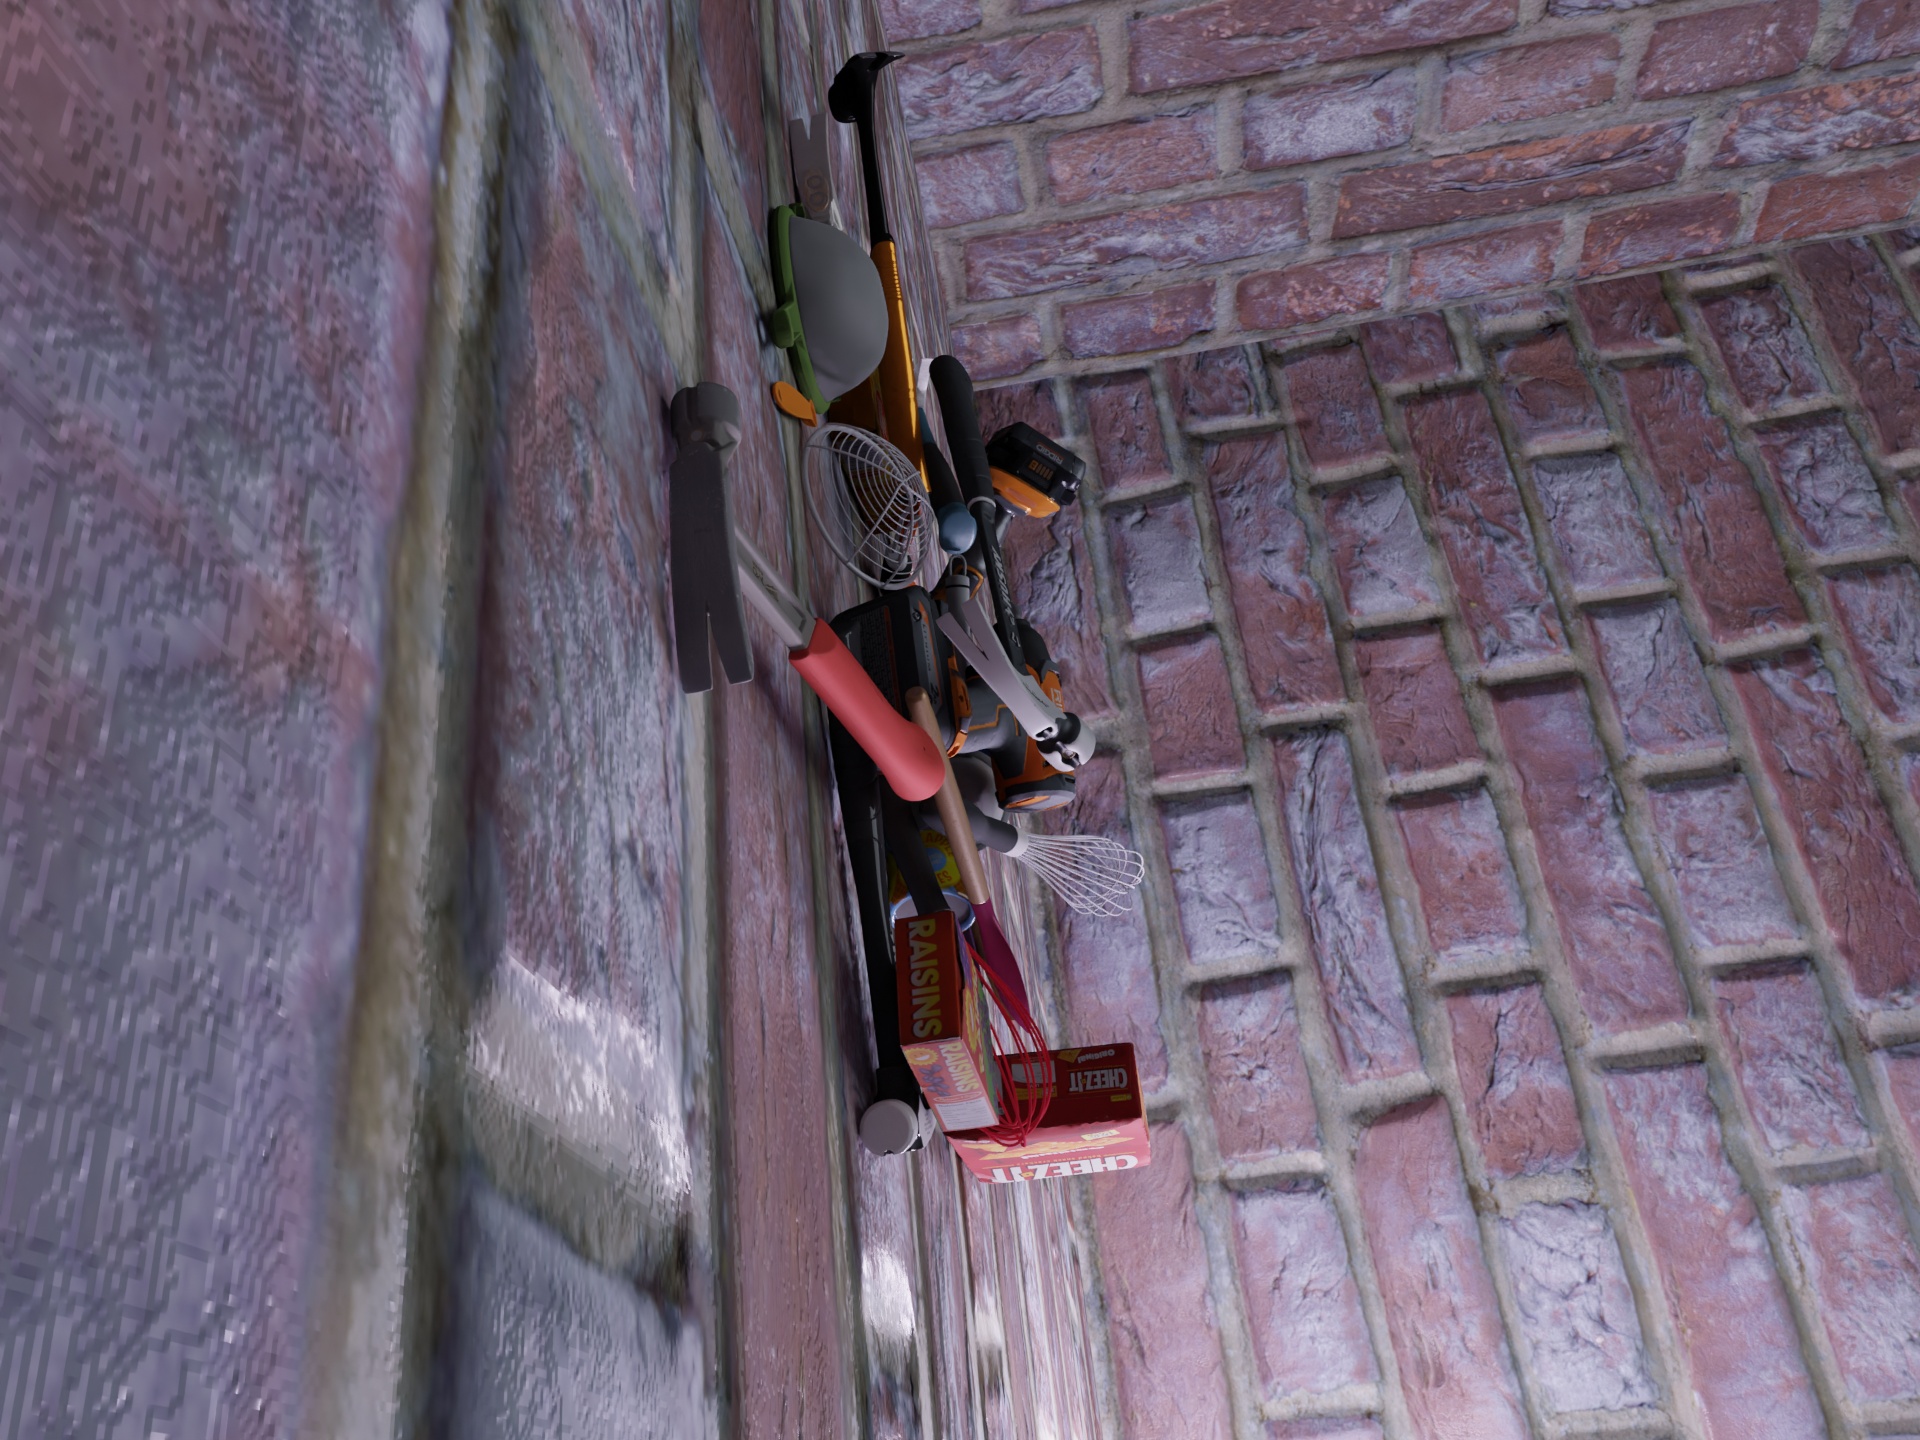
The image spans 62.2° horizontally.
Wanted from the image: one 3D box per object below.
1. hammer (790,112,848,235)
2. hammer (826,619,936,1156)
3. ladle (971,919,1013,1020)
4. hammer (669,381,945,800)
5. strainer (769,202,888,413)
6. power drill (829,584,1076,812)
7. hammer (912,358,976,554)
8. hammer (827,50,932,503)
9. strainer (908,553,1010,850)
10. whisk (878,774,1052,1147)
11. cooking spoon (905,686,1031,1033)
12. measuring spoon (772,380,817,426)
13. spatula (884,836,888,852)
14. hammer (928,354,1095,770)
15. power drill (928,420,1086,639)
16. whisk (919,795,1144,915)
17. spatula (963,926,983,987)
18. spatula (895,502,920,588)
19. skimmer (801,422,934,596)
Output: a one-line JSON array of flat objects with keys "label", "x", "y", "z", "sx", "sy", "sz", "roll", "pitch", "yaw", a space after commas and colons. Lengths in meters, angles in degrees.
[{"label": "hammer", "x": -0.095, "y": -0.382, "z": 1.486, "sx": 0.410, "sy": 0.038, "sz": 0.146, "roll": 69, "pitch": 11, "yaw": -72}, {"label": "hammer", "x": -0.056, "y": 0.097, "z": 1.000, "sx": 0.146, "sy": 0.035, "sz": 0.335, "roll": 56, "pitch": 25, "yaw": -78}, {"label": "ladle", "x": 0.009, "y": 0.163, "z": 1.395, "sx": 0.316, "sy": 0.031, "sz": 0.069, "roll": -115, "pitch": -162, "yaw": -60}, {"label": "hammer", "x": -0.068, "y": -0.020, "z": 0.836, "sx": 0.358, "sy": 0.037, "sz": 0.149, "roll": 57, "pitch": 23, "yaw": -64}, {"label": "strainer", "x": -0.090, "y": -0.289, "z": 1.118, "sx": 0.256, "sy": 0.069, "sz": 0.151, "roll": -91, "pitch": 171, "yaw": -72}, {"label": "power drill", "x": 0.003, "y": -0.026, "z": 1.154, "sx": 0.226, "sy": 0.084, "sz": 0.164, "roll": 17, "pitch": 60, "yaw": -55}, {"label": "hammer", "x": -0.025, "y": -0.223, "z": 1.386, "sx": 0.331, "sy": 0.033, "sz": 0.128, "roll": -107, "pitch": -163, "yaw": -60}, {"label": "hammer", "x": -0.055, "y": -0.337, "z": 1.234, "sx": 0.127, "sy": 0.034, "sz": 0.337, "roll": -158, "pitch": -120, "yaw": -72}, {"label": "strainer", "x": -0.002, "y": -0.004, "z": 1.244, "sx": 0.050, "sy": 0.087, "sz": 0.258, "roll": 143, "pitch": -53, "yaw": -79}, {"label": "whisk", "x": -0.010, "y": 0.151, "z": 1.090, "sx": 0.073, "sy": 0.073, "sz": 0.296, "roll": 71, "pitch": -4, "yaw": -66}, {"label": "cooking spoon", "x": 0.007, "y": 0.103, "z": 1.088, "sx": 0.069, "sy": 0.017, "sz": 0.318, "roll": 53, "pitch": -16, "yaw": 51}, {"label": "measuring spoon", "x": -0.114, "y": -0.212, "z": 1.069, "sx": 0.117, "sy": 0.011, "sz": 0.021, "roll": -27, "pitch": 106, "yaw": -82}, {"label": "spatula", "x": -0.024, "y": 0.182, "z": 1.326, "sx": 0.082, "sy": 0.044, "sz": 0.317, "roll": -96, "pitch": 179, "yaw": -48}, {"label": "hammer", "x": 0.014, "y": -0.148, "z": 1.170, "sx": 0.149, "sy": 0.036, "sz": 0.409, "roll": 45, "pitch": 23, "yaw": -40}, {"label": "power drill", "x": 0.018, "y": -0.142, "z": 1.374, "sx": 0.226, "sy": 0.084, "sz": 0.185, "roll": -59, "pitch": -169, "yaw": 1}, {"label": "whisk", "x": 0.056, "y": 0.100, "z": 1.215, "sx": 0.284, "sy": 0.070, "sz": 0.070, "roll": 26, "pitch": 50, "yaw": -50}, {"label": "spatula", "x": -0.026, "y": 0.074, "z": 1.351, "sx": 0.060, "sy": 0.018, "sz": 0.316, "roll": 142, "pitch": -66, "yaw": -75}, {"label": "spatula", "x": -0.036, "y": -0.112, "z": 1.655, "sx": 0.081, "sy": 0.041, "sz": 0.322, "roll": -96, "pitch": 176, "yaw": -46}, {"label": "skimmer", "x": -0.076, "y": -0.135, "z": 1.257, "sx": 0.363, "sy": 0.090, "sz": 0.127, "roll": 122, "pitch": -51, "yaw": -81}]
